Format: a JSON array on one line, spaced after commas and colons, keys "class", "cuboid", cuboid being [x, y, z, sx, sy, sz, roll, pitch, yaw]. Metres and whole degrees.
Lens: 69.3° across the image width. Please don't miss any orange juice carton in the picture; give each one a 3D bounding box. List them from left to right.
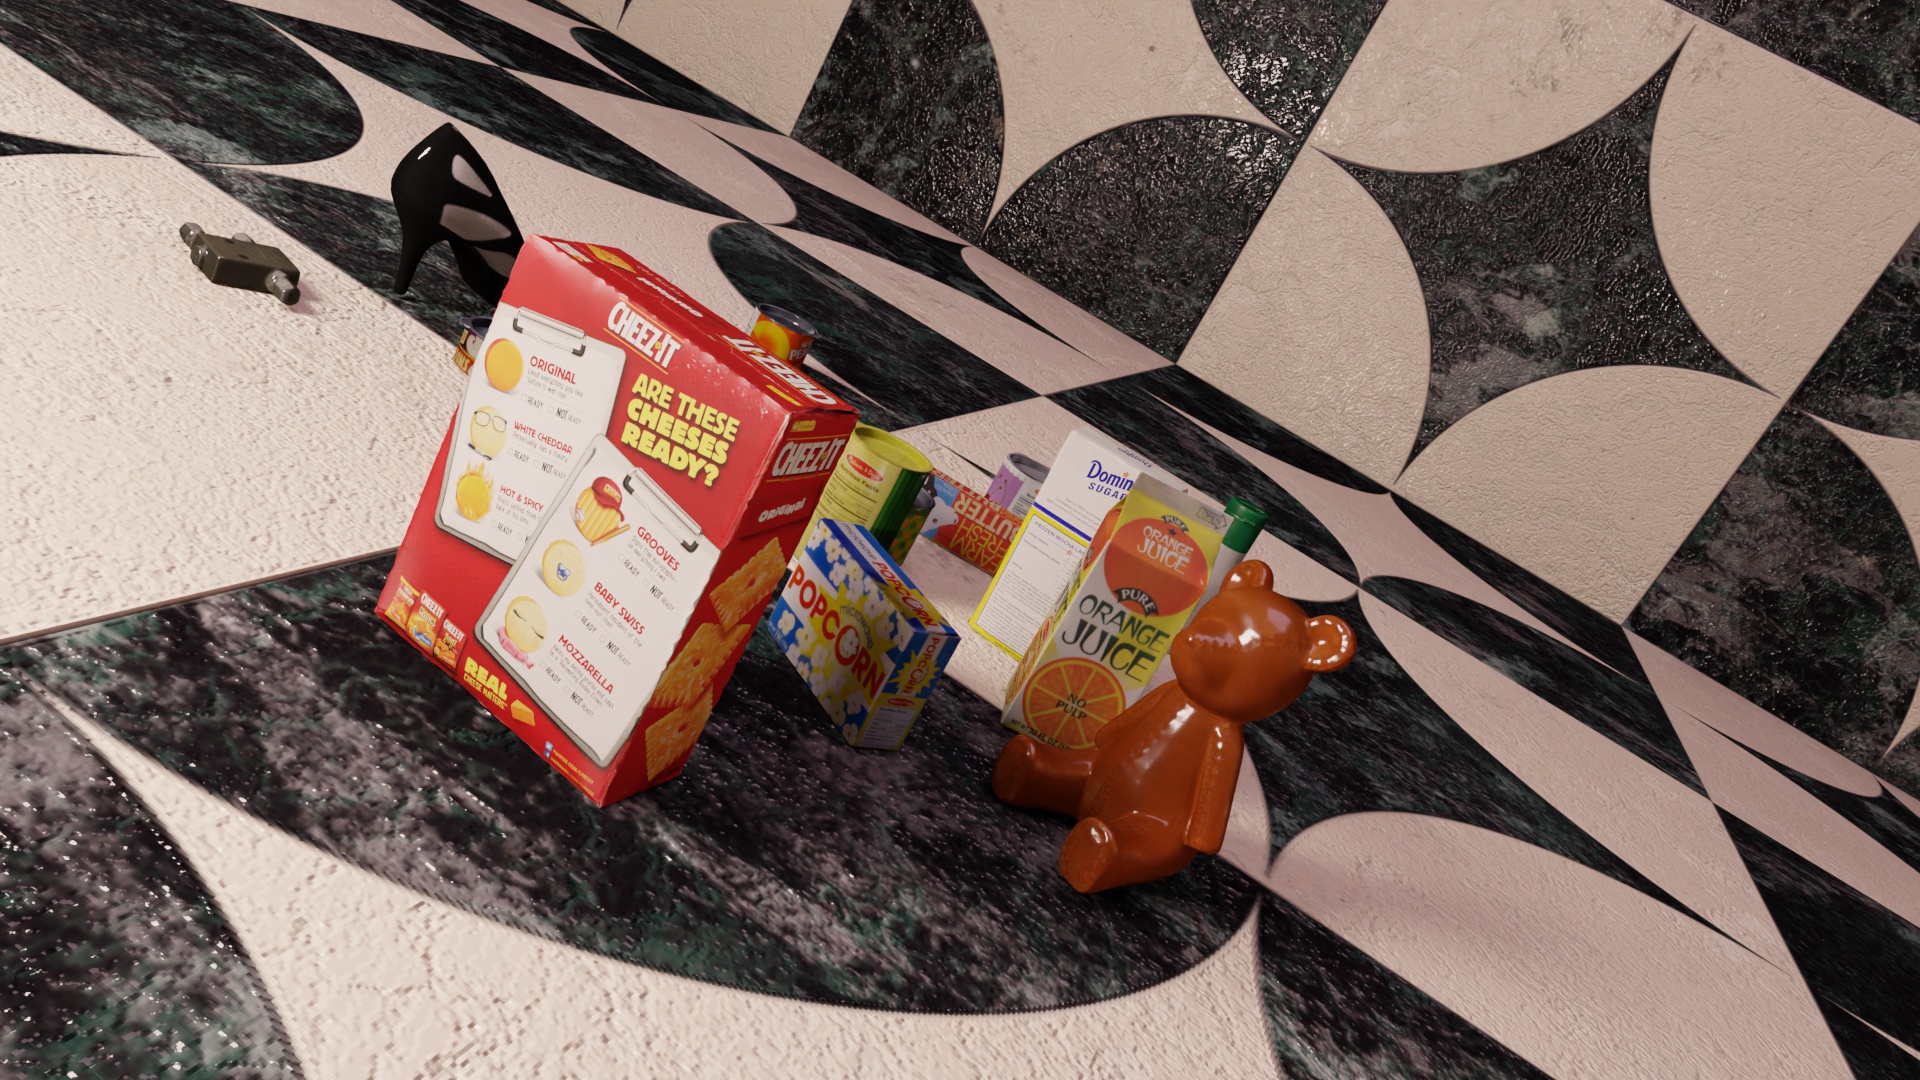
[{"class": "orange juice carton", "cuboid": [0.104, 0.050, 0.930, 0.072, 0.192, 0.073, 28, 17, -3]}]

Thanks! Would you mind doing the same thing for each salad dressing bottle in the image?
[{"class": "salad dressing bottle", "cuboid": [0.218, 0.032, 1.221, 0.064, 0.147, 0.044, 26, 18, -10]}]

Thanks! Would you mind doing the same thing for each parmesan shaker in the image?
[{"class": "parmesan shaker", "cuboid": [-0.074, -0.026, 1.014, 0.071, 0.102, 0.071, 26, 18, -9]}]

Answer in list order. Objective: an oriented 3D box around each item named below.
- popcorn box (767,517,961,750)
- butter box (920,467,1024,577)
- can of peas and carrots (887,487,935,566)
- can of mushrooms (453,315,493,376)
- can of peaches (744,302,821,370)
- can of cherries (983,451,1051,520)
[{"class": "popcorn box", "cuboid": [-0.062, 0.055, 0.843, 0.038, 0.085, 0.127, 13, 24, -41]}, {"class": "butter box", "cuboid": [0.004, -0.015, 1.182, 0.103, 0.053, 0.024, 30, 17, 4]}, {"class": "can of peas and carrots", "cuboid": [-0.063, -0.019, 1.085, 0.071, 0.058, 0.071, 26, 18, -9]}, {"class": "can of mushrooms", "cuboid": [-0.342, -0.139, 1.033, 0.071, 0.033, 0.071, 26, 18, -9]}, {"class": "can of peaches", "cuboid": [-0.182, -0.195, 1.384, 0.071, 0.058, 0.071, 26, 18, -9]}, {"class": "can of cherries", "cuboid": [0.060, -0.044, 1.336, 0.071, 0.058, 0.072, 26, 18, -9]}]
